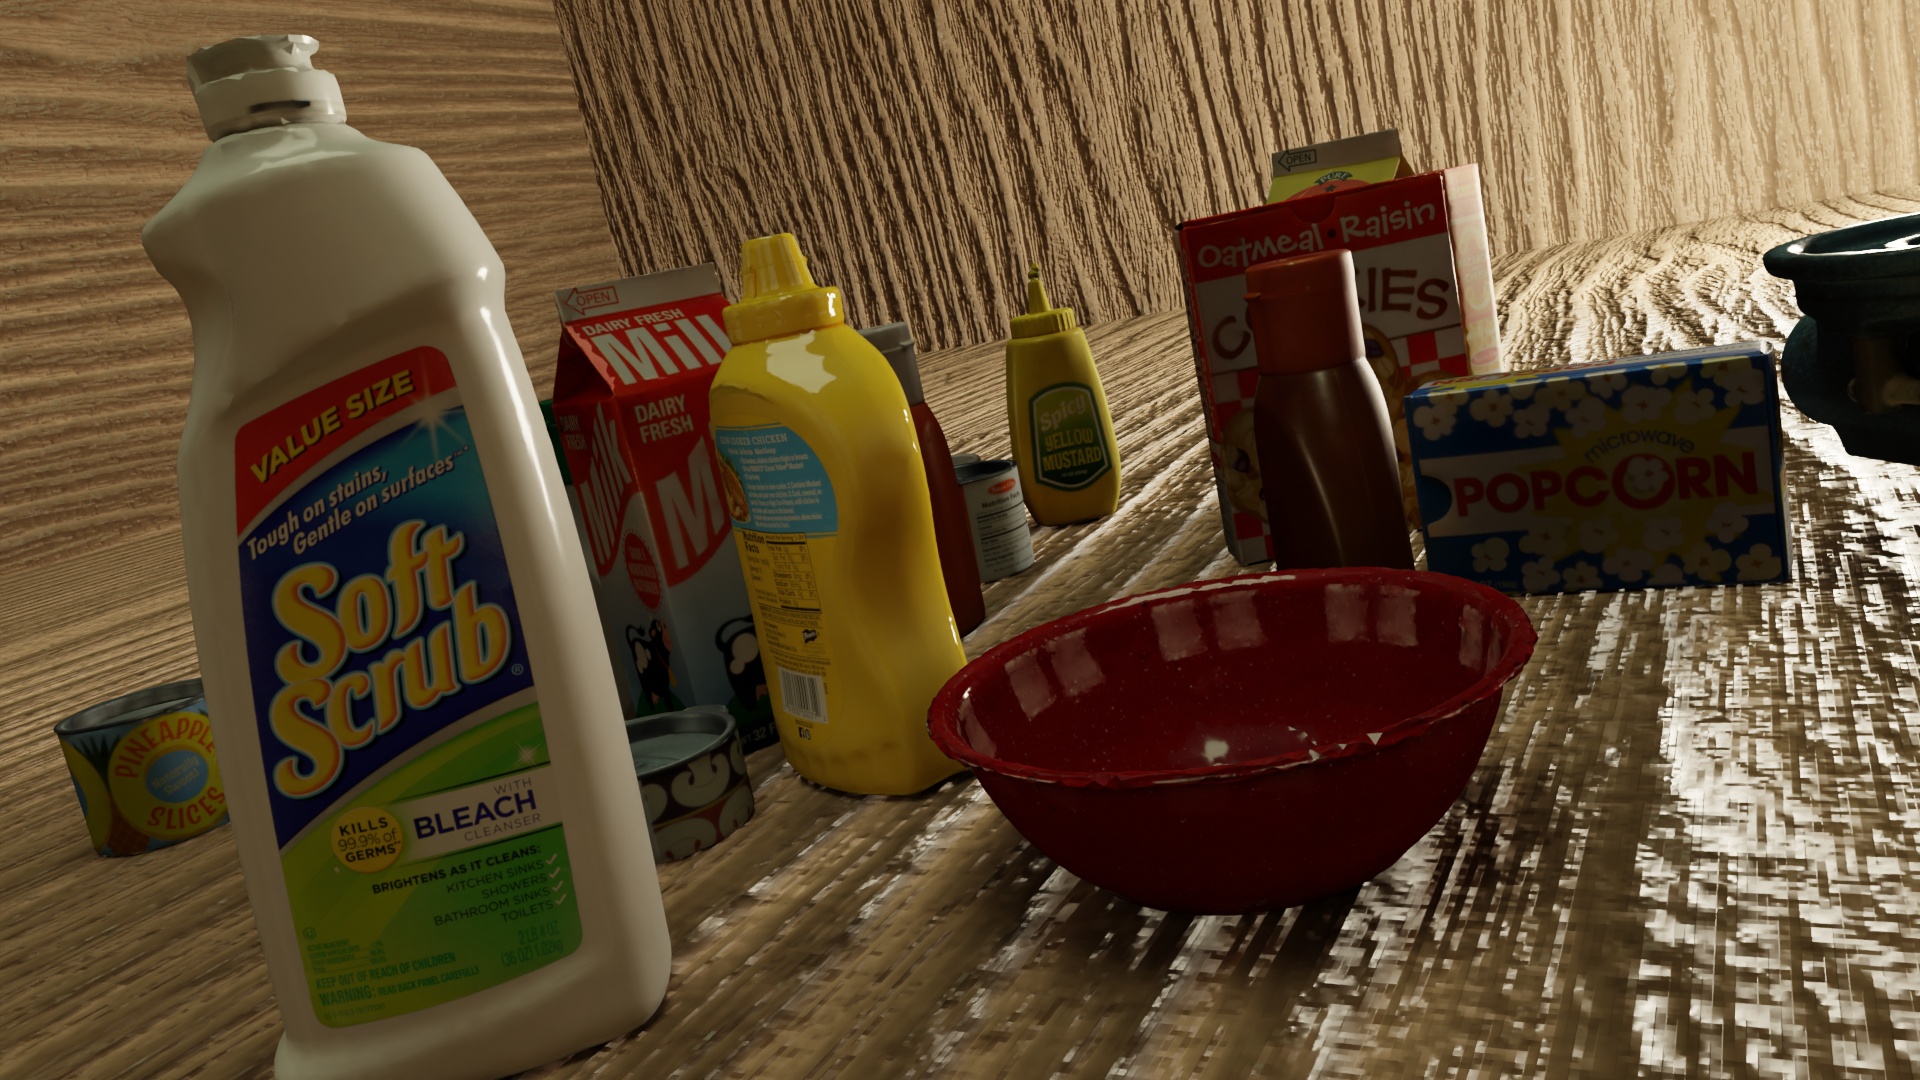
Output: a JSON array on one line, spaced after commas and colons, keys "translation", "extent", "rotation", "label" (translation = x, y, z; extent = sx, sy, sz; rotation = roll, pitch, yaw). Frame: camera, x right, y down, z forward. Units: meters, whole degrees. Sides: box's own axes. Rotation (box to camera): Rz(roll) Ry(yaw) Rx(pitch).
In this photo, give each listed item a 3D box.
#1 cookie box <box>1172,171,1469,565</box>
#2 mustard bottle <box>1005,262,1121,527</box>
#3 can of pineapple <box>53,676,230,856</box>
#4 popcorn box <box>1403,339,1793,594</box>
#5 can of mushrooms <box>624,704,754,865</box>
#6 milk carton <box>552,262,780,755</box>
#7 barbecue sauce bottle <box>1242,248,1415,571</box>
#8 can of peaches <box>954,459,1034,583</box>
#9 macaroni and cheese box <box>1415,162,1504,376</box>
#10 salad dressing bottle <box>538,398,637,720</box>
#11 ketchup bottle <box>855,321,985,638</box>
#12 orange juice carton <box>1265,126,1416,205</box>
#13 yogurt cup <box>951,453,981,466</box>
[{"translation": [0.179, -0.082, 0.671], "extent": [0.123, 0.167, 0.040], "rotation": [-11, 11, 2], "label": "cookie box"}, {"translation": [0.057, -0.090, 0.853], "extent": [0.065, 0.160, 0.049], "rotation": [-13, 11, -6], "label": "mustard bottle"}, {"translation": [-0.347, 0.097, 0.604], "extent": [0.071, 0.057, 0.071], "rotation": [-11, 11, 2], "label": "can of pineapple"}, {"translation": [0.244, -0.026, 0.534], "extent": [0.126, 0.085, 0.038], "rotation": [-5, 13, 32], "label": "popcorn box"}, {"translation": [-0.105, 0.084, 0.482], "extent": [0.071, 0.033, 0.071], "rotation": [-11, 11, 2], "label": "can of mushrooms"}, {"translation": [-0.108, -0.014, 0.566], "extent": [0.072, 0.190, 0.073], "rotation": [-19, 13, -33], "label": "milk carton"}, {"translation": [0.130, -0.026, 0.492], "extent": [0.044, 0.148, 0.065], "rotation": [-13, 11, -9], "label": "barbecue sauce bottle"}, {"translation": [0.003, -0.010, 0.773], "extent": [0.071, 0.058, 0.071], "rotation": [-11, 11, 2], "label": "can of peaches"}, {"translation": [0.248, -0.124, 0.810], "extent": [0.040, 0.166, 0.123], "rotation": [-20, 13, -36], "label": "macaroni and cheese box"}, {"translation": [-0.156, 0.006, 0.629], "extent": [0.044, 0.147, 0.064], "rotation": [-20, 13, -36], "label": "salad dressing bottle"}, {"translation": [-0.026, -0.026, 0.648], "extent": [0.043, 0.148, 0.065], "rotation": [-6, 12, 28], "label": "ketchup bottle"}, {"translation": [0.213, -0.116, 0.740], "extent": [0.071, 0.192, 0.073], "rotation": [-3, 14, 39], "label": "orange juice carton"}, {"translation": [-0.016, -0.020, 0.853], "extent": [0.072, 0.054, 0.072], "rotation": [-11, 11, 2], "label": "yogurt cup"}]
